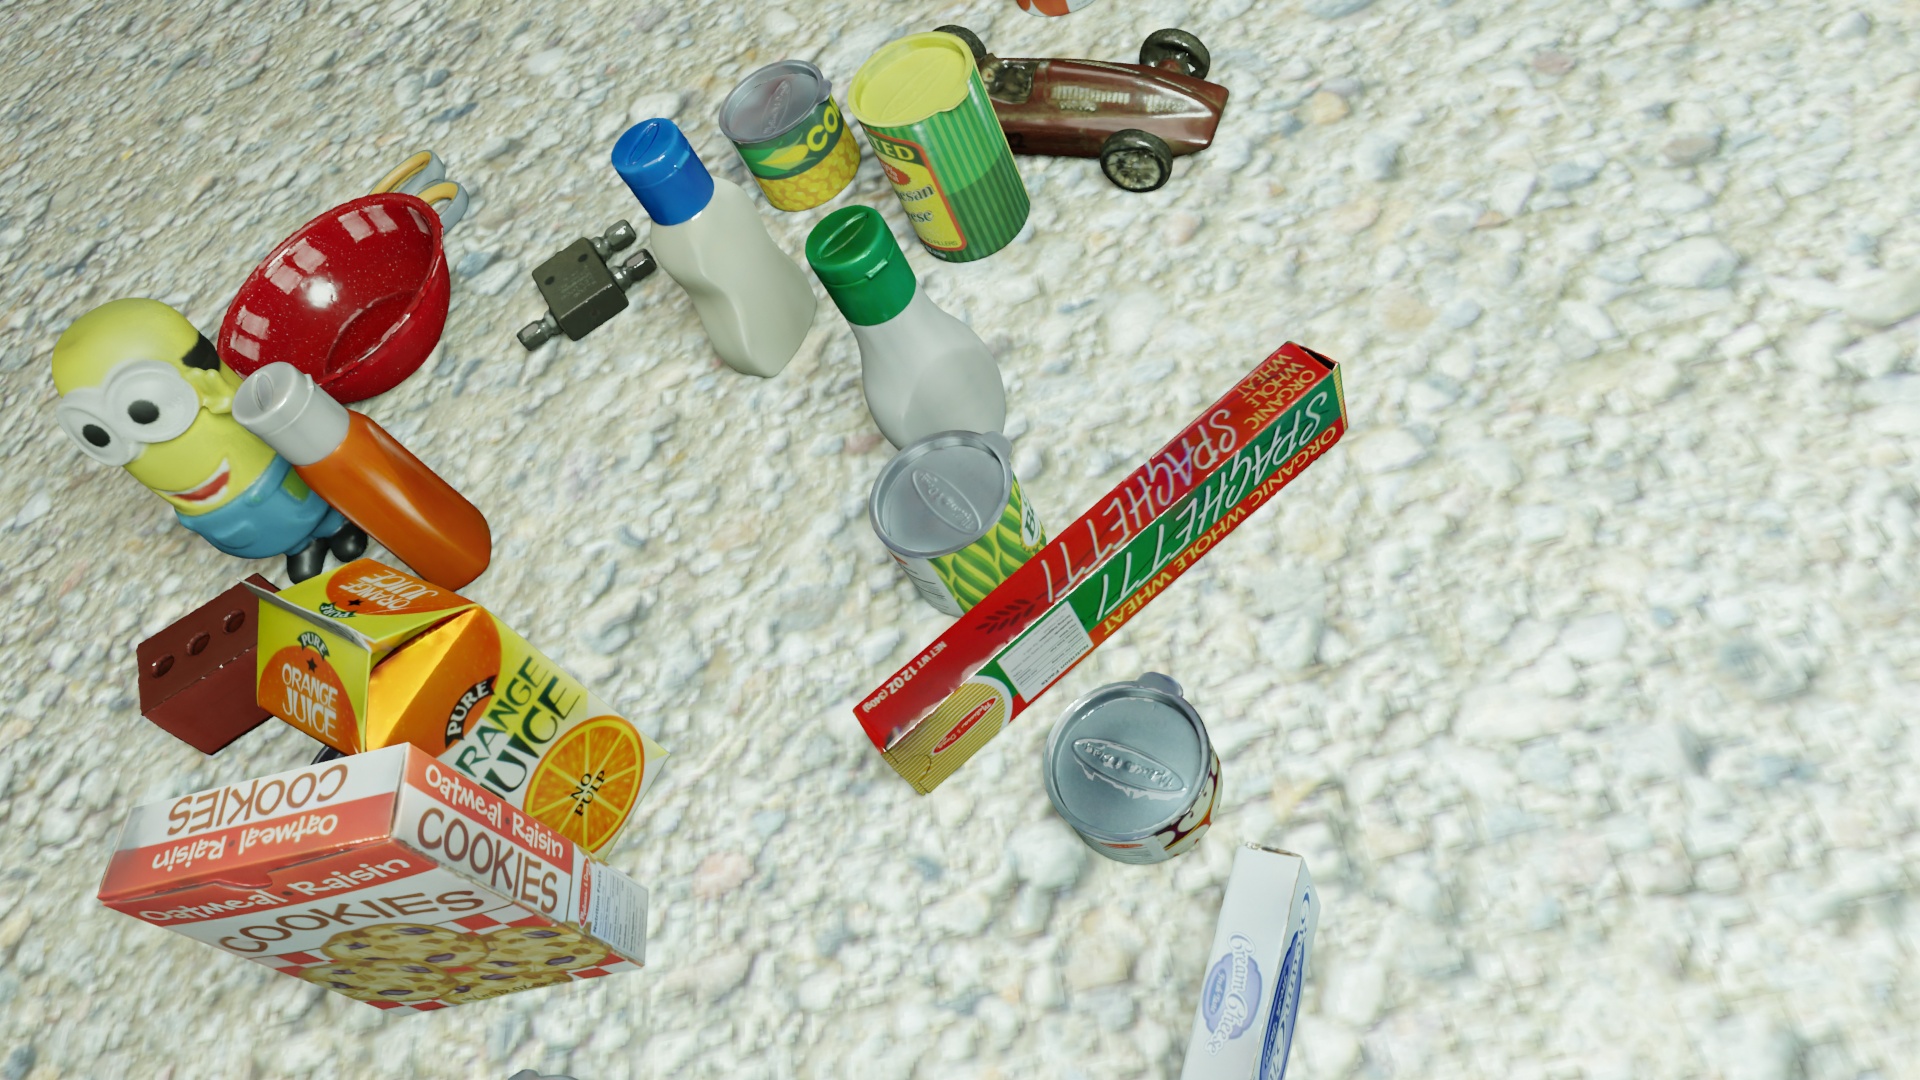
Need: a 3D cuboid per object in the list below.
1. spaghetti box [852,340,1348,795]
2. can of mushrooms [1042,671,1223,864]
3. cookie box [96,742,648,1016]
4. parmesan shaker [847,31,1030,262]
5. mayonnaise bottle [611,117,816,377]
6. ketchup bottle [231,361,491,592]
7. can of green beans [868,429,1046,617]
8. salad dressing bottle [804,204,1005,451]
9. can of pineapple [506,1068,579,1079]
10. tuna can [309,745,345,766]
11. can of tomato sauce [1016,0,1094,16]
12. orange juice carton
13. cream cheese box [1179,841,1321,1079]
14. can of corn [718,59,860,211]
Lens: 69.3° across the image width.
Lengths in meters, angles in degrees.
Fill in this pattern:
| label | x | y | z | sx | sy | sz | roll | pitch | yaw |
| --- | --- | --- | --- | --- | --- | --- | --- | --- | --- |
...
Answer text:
| label | x | y | z | sx | sy | sz | roll | pitch | yaw |
| --- | --- | --- | --- | --- | --- | --- | --- | --- | --- |
| spaghetti box | 0.064 | 0.010 | 0.591 | 0.250 | 0.050 | 0.029 | -40 | 53 | -6 |
| can of mushrooms | 0.070 | 0.090 | 0.548 | 0.071 | 0.033 | 0.071 | -11 | 55 | 16 |
| cookie box | -0.220 | 0.141 | 0.548 | 0.123 | 0.167 | 0.040 | -15 | 55 | 13 |
| parmesan shaker | -0.007 | -0.201 | 0.726 | 0.071 | 0.102 | 0.071 | -11 | 56 | 16 |
| mayonnaise bottle | -0.125 | -0.150 | 0.712 | 0.041 | 0.147 | 0.065 | 12 | 64 | 28 |
| ketchup bottle | -0.301 | -0.033 | 0.706 | 0.043 | 0.148 | 0.065 | -34 | 53 | -1 |
| can of green beans | 0.000 | -0.007 | 0.624 | 0.071 | 0.057 | 0.071 | -11 | 56 | 16 |
| salad dressing bottle | -0.024 | -0.089 | 0.631 | 0.064 | 0.147 | 0.044 | -43 | 53 | -8 |
| can of pineapple | -0.143 | 0.239 | 0.522 | 0.071 | 0.057 | 0.071 | -11 | 56 | 16 |
| tuna can | -0.279 | 0.121 | 0.670 | 0.071 | 0.032 | 0.071 | -10 | 55 | 16 |
| can of tomato sauce | 0.050 | -0.365 | 0.822 | 0.071 | 0.082 | 0.071 | -11 | 56 | 16 |
| orange juice carton | -0.210 | 0.071 | 0.574 | 0.072 | 0.192 | 0.073 | 17 | 67 | 30 |
| cream cheese box | 0.099 | 0.162 | 0.476 | 0.024 | 0.053 | 0.104 | 7 | 62 | 26 |
| can of corn | -0.097 | -0.236 | 0.813 | 0.071 | 0.058 | 0.071 | -11 | 56 | 16 |
